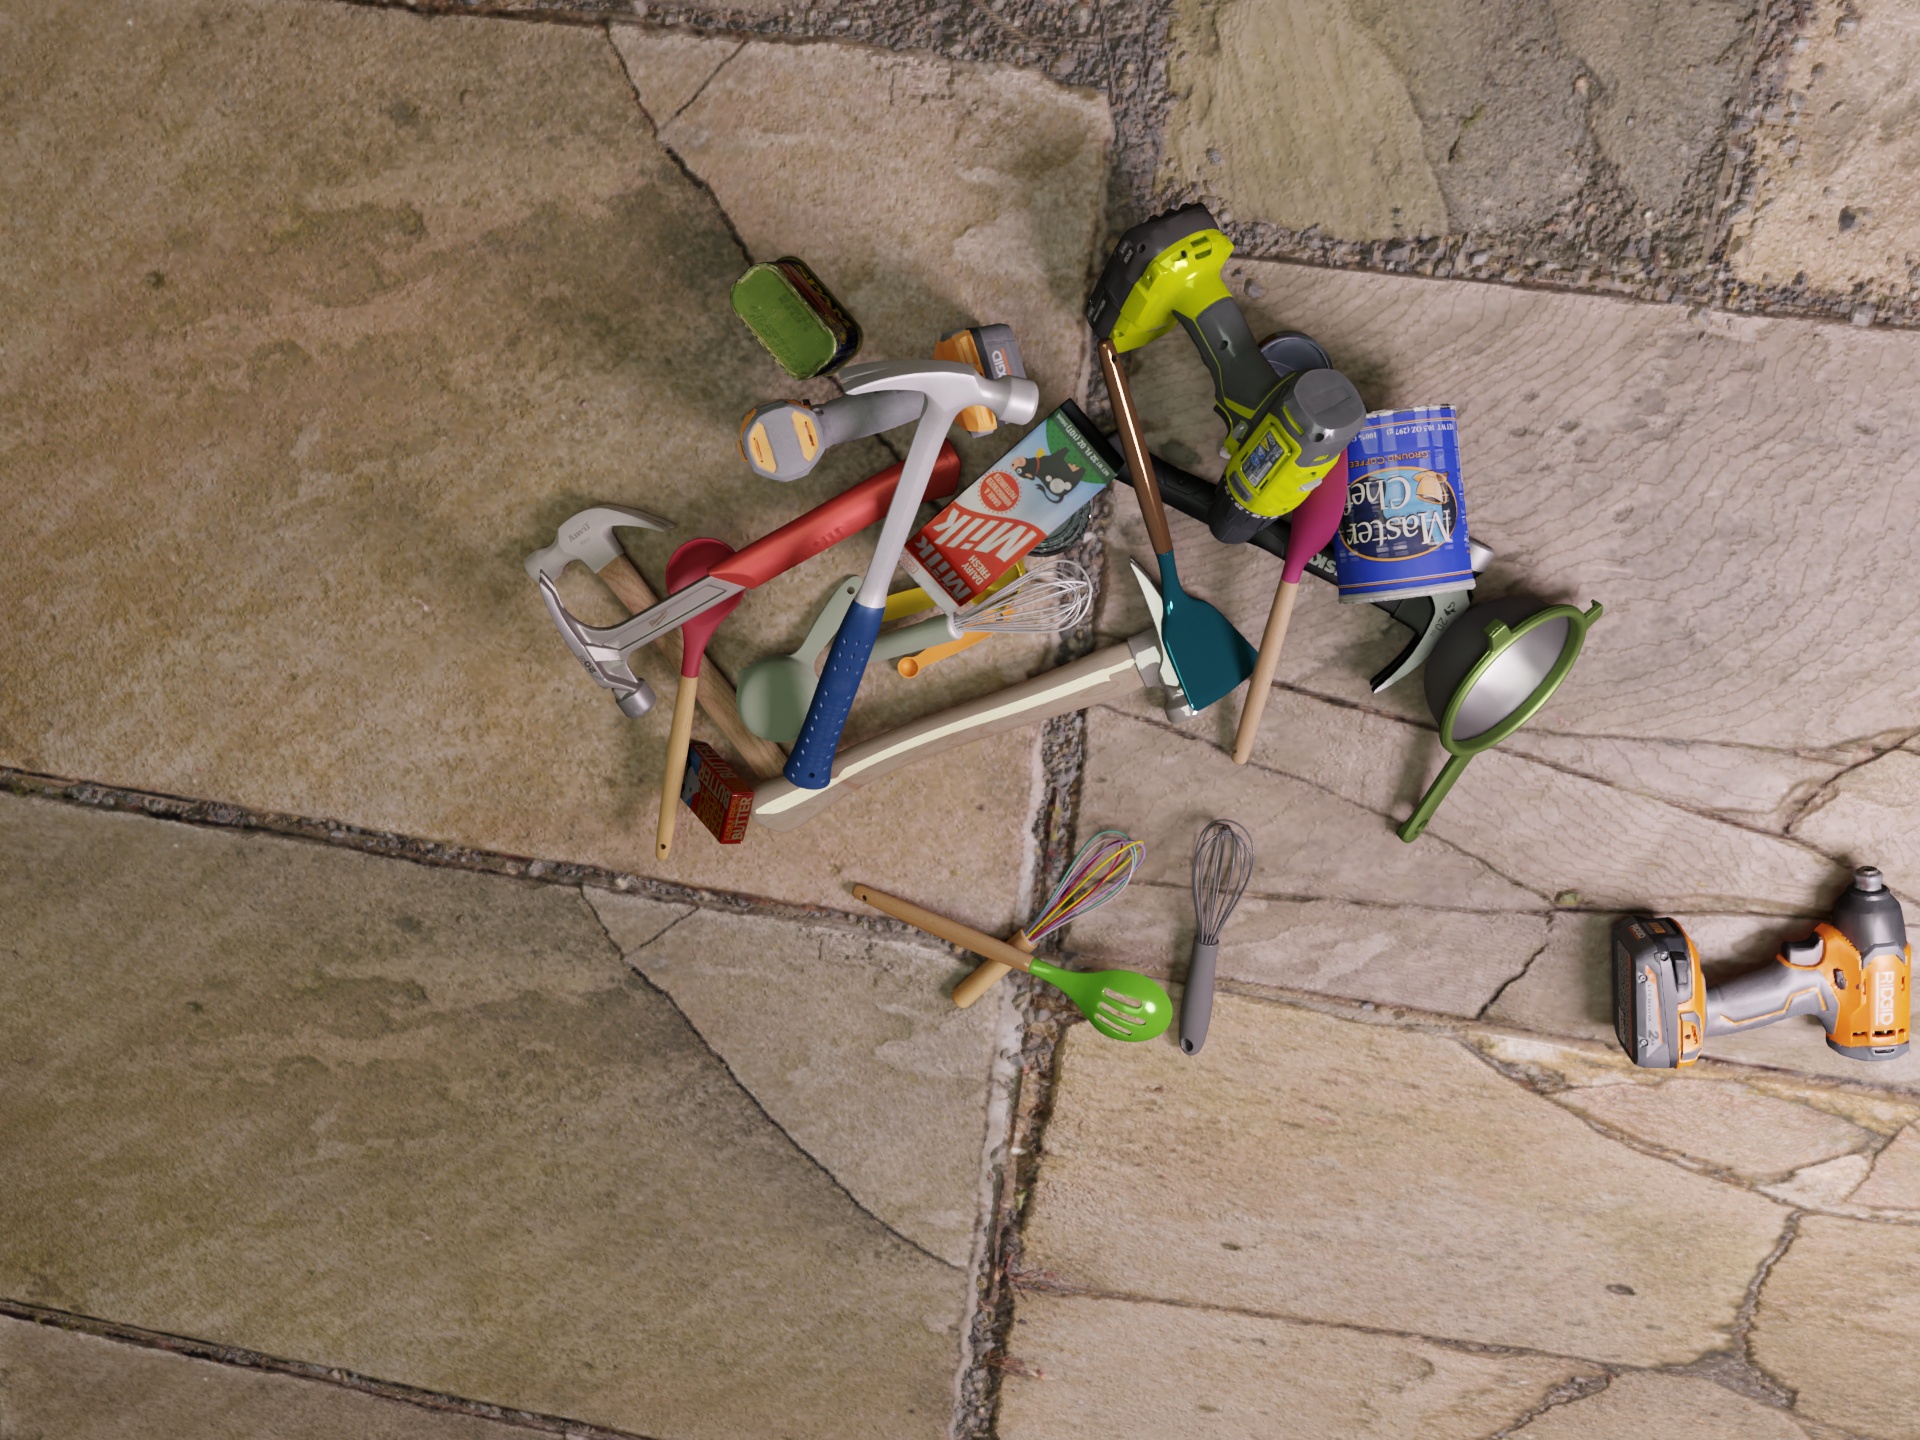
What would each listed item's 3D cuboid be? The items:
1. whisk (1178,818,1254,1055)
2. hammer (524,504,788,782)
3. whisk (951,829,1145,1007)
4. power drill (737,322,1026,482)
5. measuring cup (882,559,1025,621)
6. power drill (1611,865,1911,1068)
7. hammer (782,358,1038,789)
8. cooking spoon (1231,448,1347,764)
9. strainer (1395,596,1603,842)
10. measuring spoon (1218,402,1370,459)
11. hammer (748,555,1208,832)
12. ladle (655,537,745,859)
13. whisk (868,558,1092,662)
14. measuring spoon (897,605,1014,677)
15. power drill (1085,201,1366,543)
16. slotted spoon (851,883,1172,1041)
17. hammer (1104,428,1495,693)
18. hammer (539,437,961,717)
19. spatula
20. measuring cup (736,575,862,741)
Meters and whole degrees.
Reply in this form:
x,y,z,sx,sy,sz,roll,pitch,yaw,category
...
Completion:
x,y,z,sx,sy,sz,roll,pitch,yaw,category
0.223,0.198,1.421,0.055,0.055,0.238,8,113,7,whisk
-0.240,-0.052,1.428,0.130,0.031,0.331,-35,99,18,hammer
0.075,0.183,1.442,0.051,0.047,0.245,43,112,-6,whisk
-0.070,-0.252,1.284,0.226,0.185,0.084,-18,104,-5,power drill
-0.015,-0.114,1.378,0.156,0.029,0.062,-14,108,26,measuring cup
0.671,0.207,1.328,0.226,0.084,0.164,-6,105,7,power drill
-0.074,-0.104,1.258,0.144,0.035,0.405,8,128,-21,hammer
0.259,-0.092,1.282,0.017,0.069,0.318,-7,129,-20,cooking spoon
0.409,-0.009,1.313,0.069,0.151,0.256,50,135,33,strainer
0.271,-0.236,1.294,0.124,0.018,0.034,-13,117,20,measuring spoon
-0.002,-0.004,1.383,0.410,0.038,0.146,-21,101,11,hammer
-0.243,-0.016,1.409,0.069,0.031,0.315,11,112,-6,ladle
0.002,-0.083,1.348,0.246,0.057,0.059,-14,81,30,whisk
-0.004,-0.070,1.395,0.117,0.011,0.021,-29,101,13,measuring spoon
0.194,-0.256,1.212,0.080,0.190,0.229,-26,77,-23,power drill
0.040,0.212,1.431,0.314,0.031,0.070,21,113,18,slotted spoon
0.254,-0.148,1.311,0.335,0.035,0.146,26,109,1,hammer
-0.165,-0.144,1.329,0.359,0.037,0.149,-29,121,1,hammer
0.165,-0.158,1.271,0.082,0.044,0.317,-34,123,-20,spatula
-0.134,-0.055,1.391,0.083,0.038,0.167,33,99,-11,measuring cup
